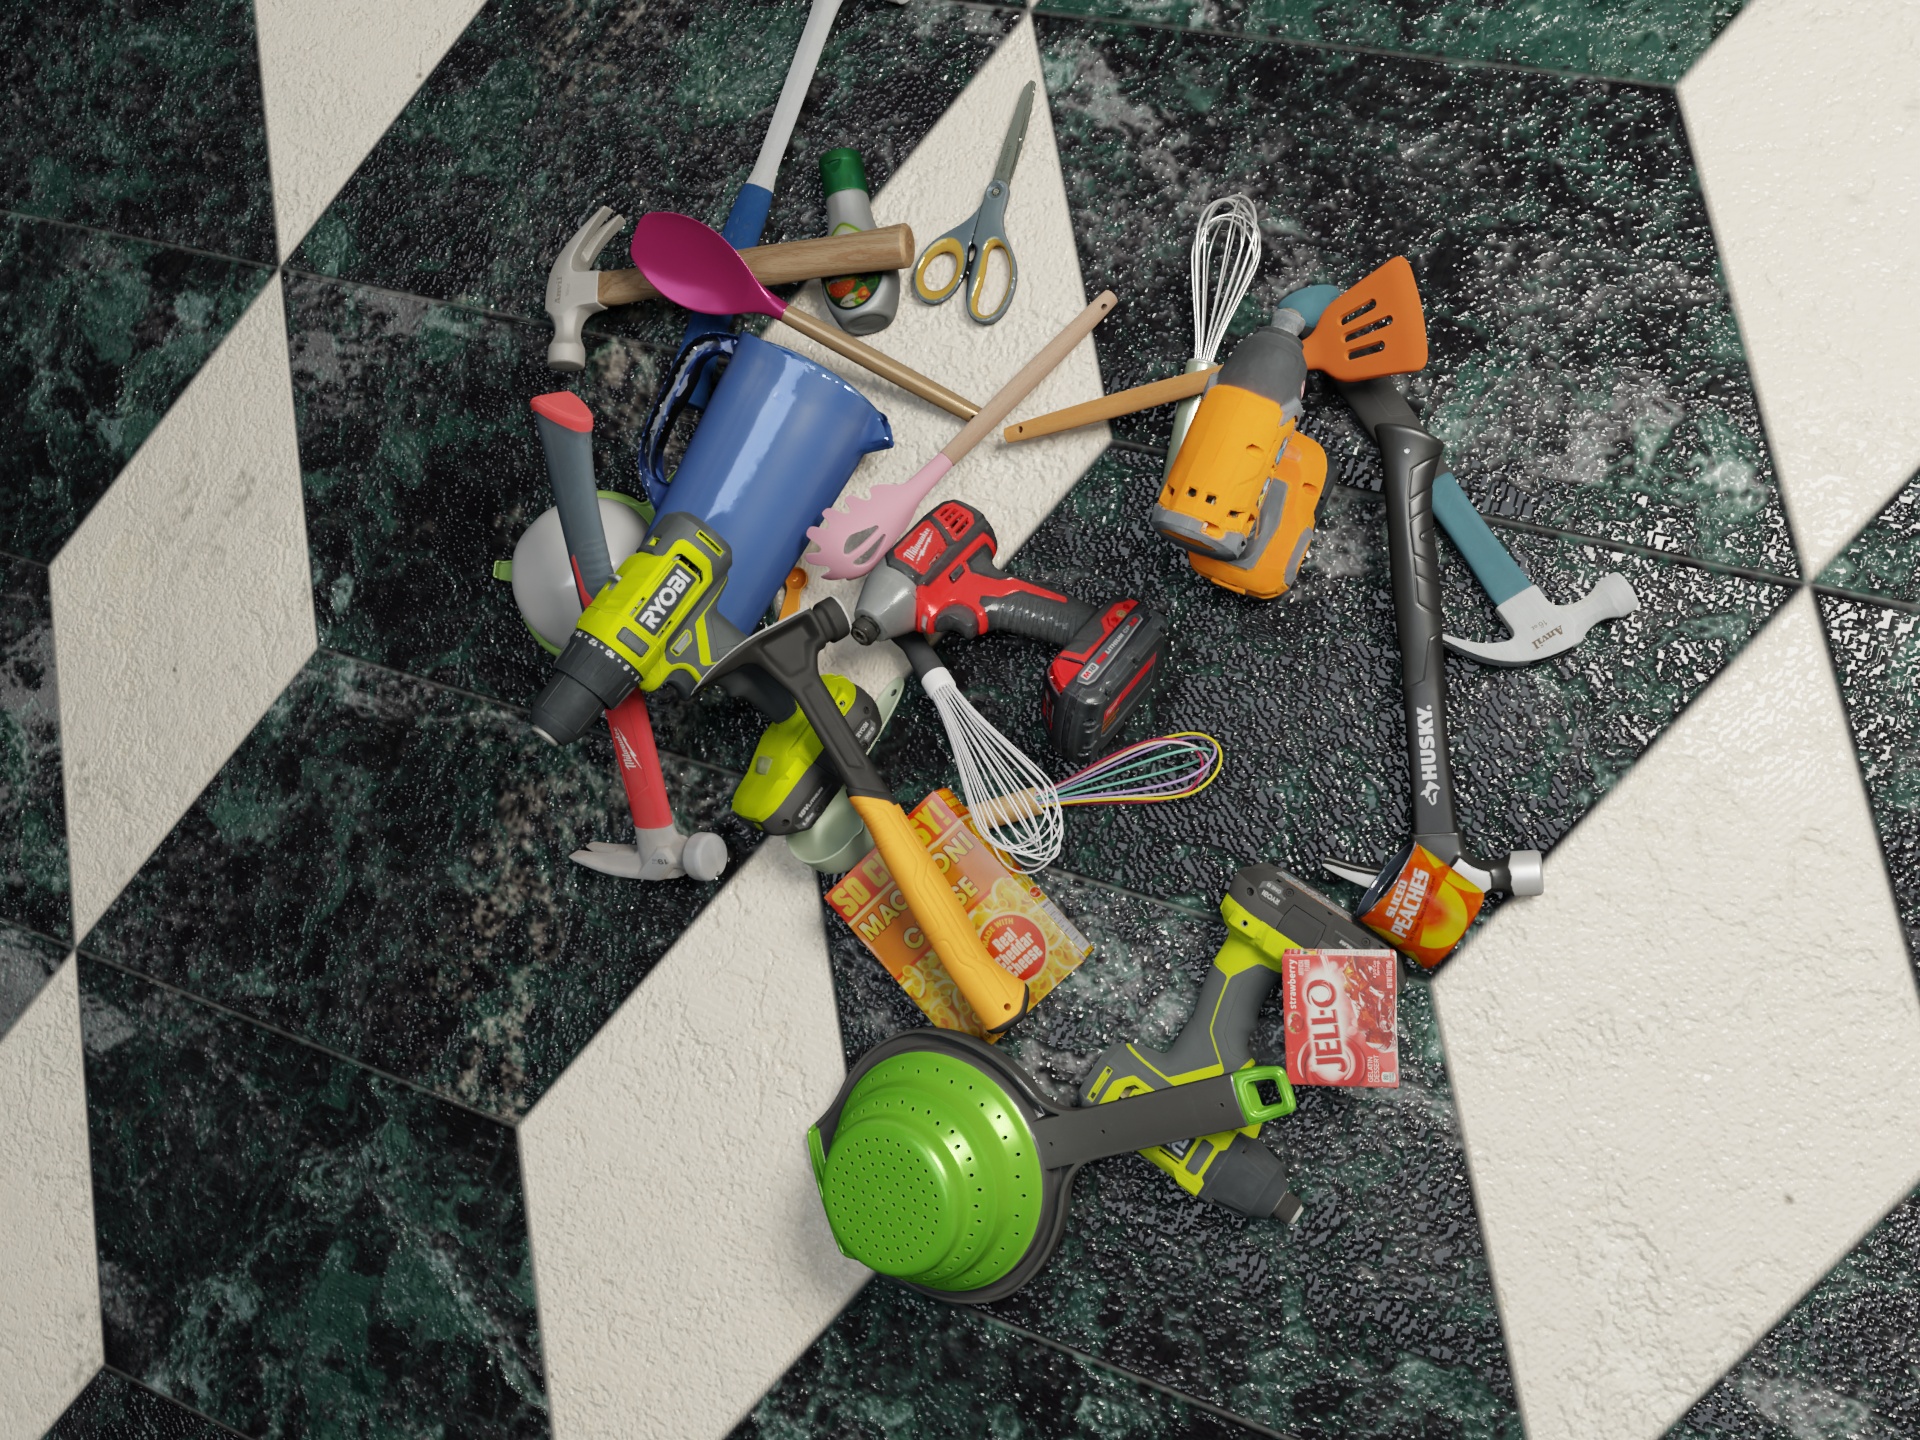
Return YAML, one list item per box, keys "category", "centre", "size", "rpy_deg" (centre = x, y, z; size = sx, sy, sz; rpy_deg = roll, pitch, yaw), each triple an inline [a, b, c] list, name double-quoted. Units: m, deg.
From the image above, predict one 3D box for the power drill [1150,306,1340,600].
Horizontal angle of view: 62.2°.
- category: "power drill"
  centre: [0.203, -0.175, 1.086]
  size: [0.084, 0.226, 0.164]
  rpy_deg: [23, 91, 18]

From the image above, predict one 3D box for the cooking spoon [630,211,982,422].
- category: "cooking spoon"
  centre: [-0.116, -0.310, 1.260]
  size: [0.319, 0.017, 0.068]
  rpy_deg: [28, 120, -1]

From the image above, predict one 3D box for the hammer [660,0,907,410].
- category: "hammer"
  centre: [-0.171, -0.459, 1.340]
  size: [0.144, 0.035, 0.405]
  rpy_deg: [20, 90, 18]

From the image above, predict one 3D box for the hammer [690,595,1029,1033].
- category: "hammer"
  centre: [-0.058, 0.080, 1.144]
  size: [0.127, 0.034, 0.337]
  rpy_deg: [-31, 89, -23]

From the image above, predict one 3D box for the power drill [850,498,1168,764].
- category: "power drill"
  centre: [0.031, -0.069, 1.183]
  size: [0.220, 0.078, 0.143]
  rpy_deg: [31, 58, 20]

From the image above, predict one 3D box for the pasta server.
- category: "pasta server"
  centre: [0.005, -0.223, 1.235]
  size: [0.316, 0.060, 0.040]
  rpy_deg: [-45, 32, -5]

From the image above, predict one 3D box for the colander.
- category: "colander"
  centre: [0.036, 0.304, 1.103]
  size: [0.397, 0.094, 0.204]
  rpy_deg: [-21, 82, 28]

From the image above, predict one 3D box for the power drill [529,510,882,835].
- category: "power drill"
  centre: [-0.188, -0.015, 1.183]
  size: [0.190, 0.228, 0.080]
  rpy_deg: [-55, 27, -14]

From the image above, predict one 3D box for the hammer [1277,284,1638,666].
- category: "hammer"
  centre: [0.335, -0.183, 1.148]
  size: [0.128, 0.033, 0.331]
  rpy_deg: [-33, 75, 10]

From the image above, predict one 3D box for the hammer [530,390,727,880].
- category: "hammer"
  centre: [-0.282, -0.058, 1.230]
  size: [0.143, 0.038, 0.386]
  rpy_deg: [1, 111, 30]

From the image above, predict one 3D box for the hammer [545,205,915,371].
- category: "hammer"
  centre: [-0.194, -0.368, 1.298]
  size: [0.331, 0.031, 0.130]
  rpy_deg: [-2, 83, 21]

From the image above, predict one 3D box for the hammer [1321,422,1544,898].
- category: "hammer"
  centre: [0.314, -0.039, 1.104]
  size: [0.146, 0.035, 0.335]
  rpy_deg: [-5, 94, 18]

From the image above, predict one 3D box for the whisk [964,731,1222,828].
- category: "whisk"
  centre: [0.079, 0.057, 1.196]
  size: [0.245, 0.051, 0.047]
  rpy_deg: [-17, 84, 18]

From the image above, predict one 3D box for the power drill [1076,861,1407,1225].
- category: "power drill"
  centre: [0.209, 0.228, 1.118]
  size: [0.171, 0.080, 0.223]
  rpy_deg: [33, 98, 18]

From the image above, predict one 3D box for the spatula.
- category: "spatula"
  centre: [0.177, -0.251, 1.162]
  size: [0.322, 0.041, 0.081]
  rpy_deg: [-12, 86, 24]

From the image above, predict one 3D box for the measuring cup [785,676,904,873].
- category: "measuring cup"
  centre: [-0.076, 0.044, 1.251]
  size: [0.083, 0.038, 0.168]
  rpy_deg: [12, 68, 41]

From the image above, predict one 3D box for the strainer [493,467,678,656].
- category: "strainer"
  centre: [-0.283, -0.161, 1.321]
  size: [0.256, 0.069, 0.151]
  rpy_deg: [-44, 73, 10]

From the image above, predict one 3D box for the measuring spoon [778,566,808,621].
- category: "measuring spoon"
  centre: [-0.141, -0.067, 1.298]
  size: [0.021, 0.011, 0.117]
  rpy_deg: [10, 90, 17]

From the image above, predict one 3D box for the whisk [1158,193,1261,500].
- category: "whisk"
  centre: [0.184, -0.277, 1.205]
  size: [0.059, 0.057, 0.246]
  rpy_deg: [12, 90, 53]

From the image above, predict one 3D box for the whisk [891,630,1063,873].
- category: "whisk"
  centre: [-0.001, -0.005, 1.202]
  size: [0.070, 0.070, 0.285]
  rpy_deg: [-37, 60, 10]
